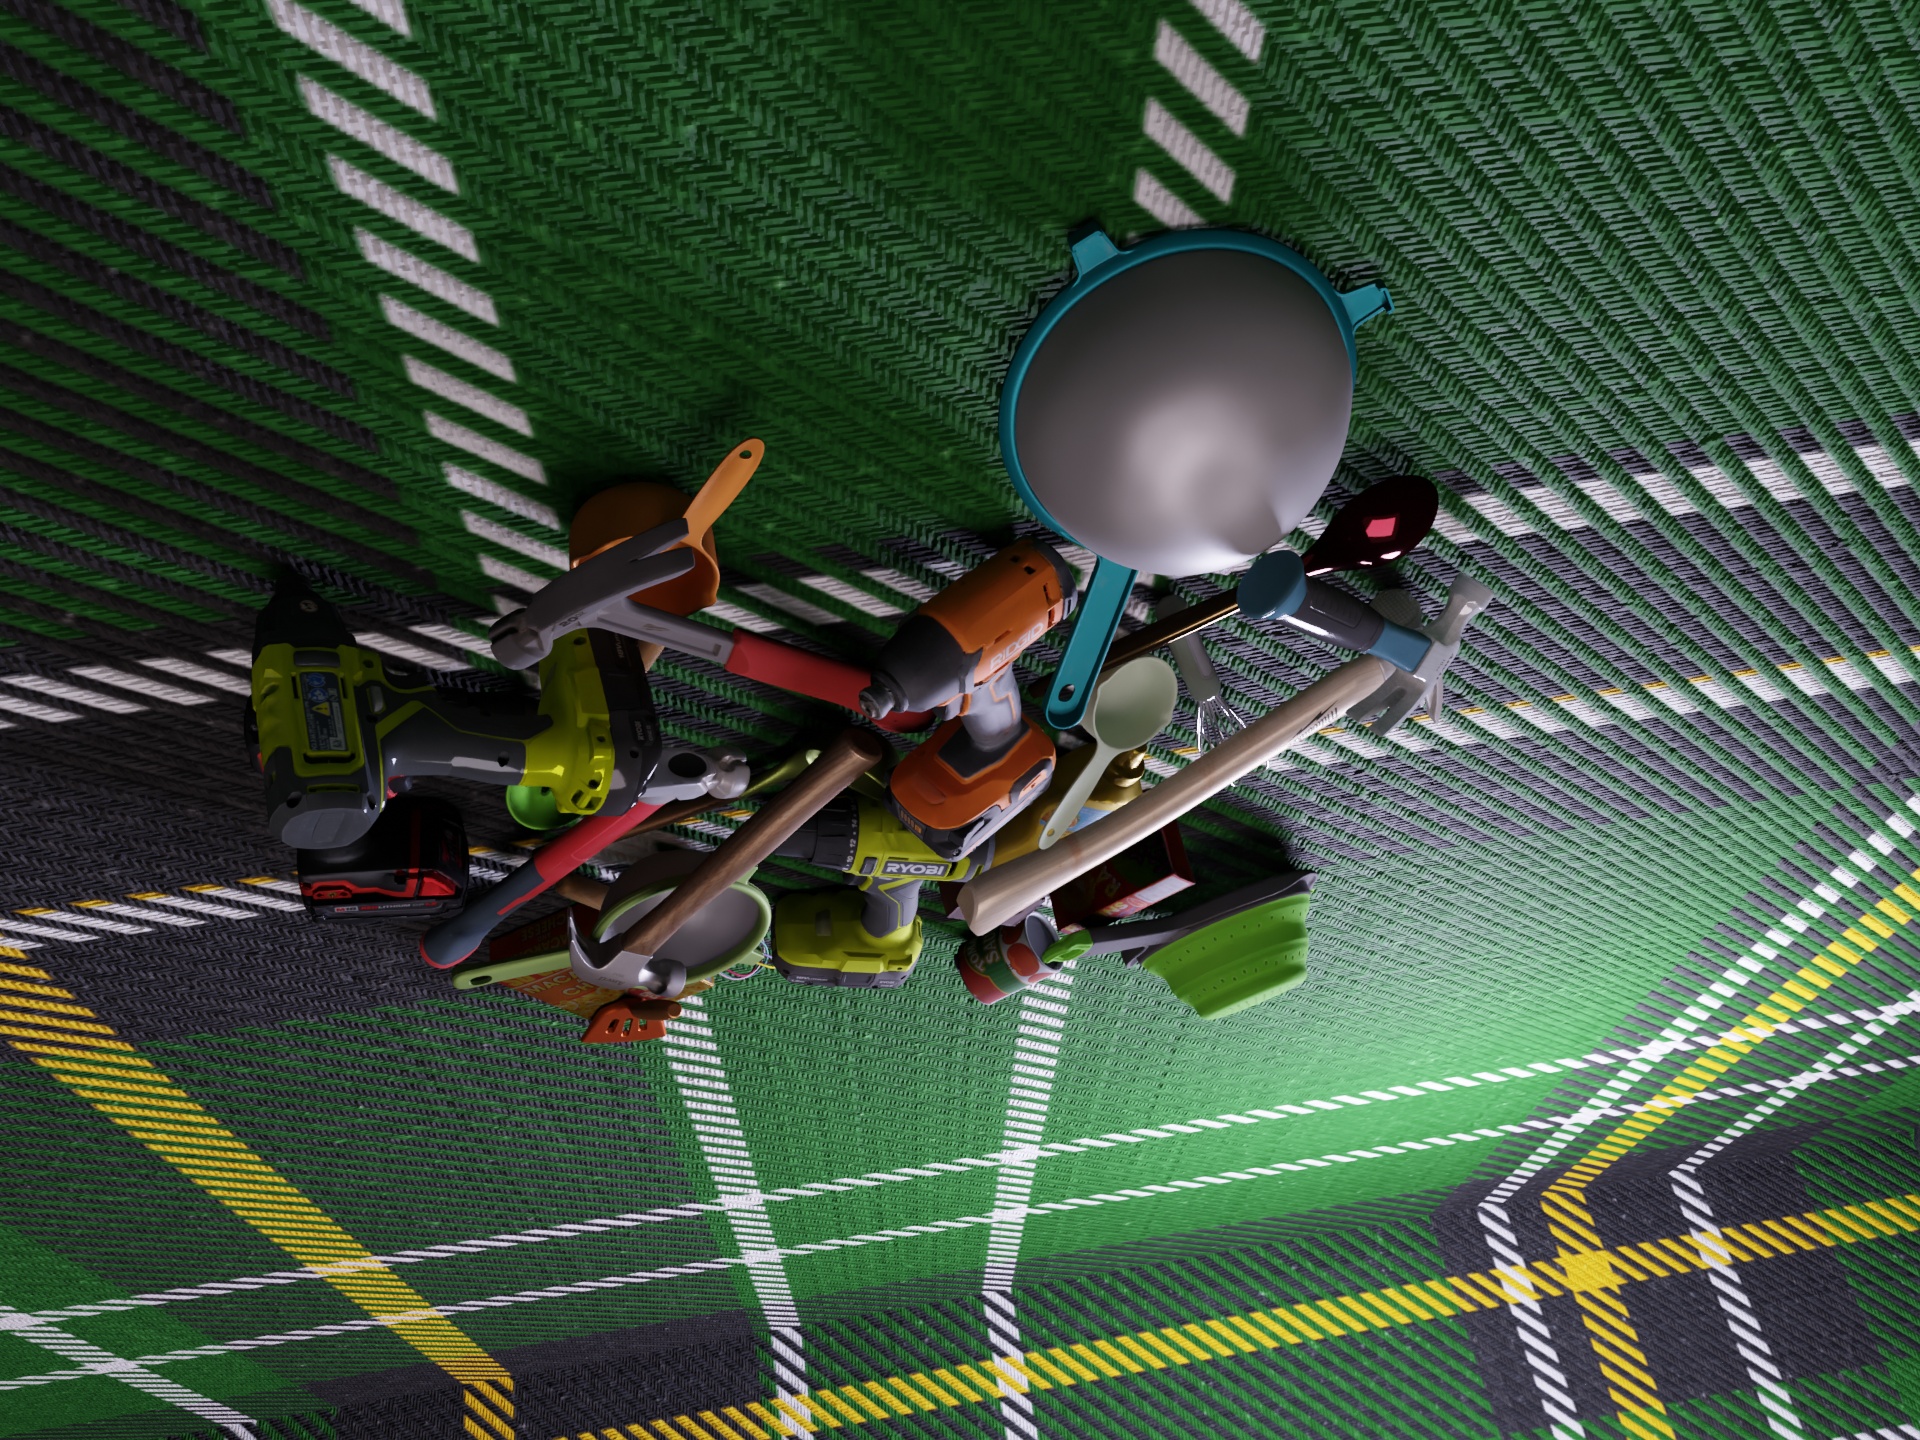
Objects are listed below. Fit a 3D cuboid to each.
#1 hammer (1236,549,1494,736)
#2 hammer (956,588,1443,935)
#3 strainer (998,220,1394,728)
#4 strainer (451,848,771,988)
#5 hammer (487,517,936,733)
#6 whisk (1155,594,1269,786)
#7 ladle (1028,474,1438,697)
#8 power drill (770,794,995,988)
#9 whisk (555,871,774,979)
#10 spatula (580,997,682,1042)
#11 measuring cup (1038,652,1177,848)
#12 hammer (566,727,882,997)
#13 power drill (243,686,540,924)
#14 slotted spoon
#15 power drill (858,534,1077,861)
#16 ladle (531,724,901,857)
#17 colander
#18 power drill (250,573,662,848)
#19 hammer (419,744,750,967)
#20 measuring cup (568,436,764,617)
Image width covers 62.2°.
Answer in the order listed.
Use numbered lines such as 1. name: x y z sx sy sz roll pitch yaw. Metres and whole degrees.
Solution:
1. hammer: 0.260 -0.061 1.031 0.330 0.033 0.128 10 113 -57
2. hammer: 0.184 0.053 1.226 0.410 0.038 0.146 -31 139 4
3. strainer: 0.115 -0.107 0.920 0.211 0.095 0.340 5 128 -18
4. strainer: -0.287 0.163 1.301 0.256 0.069 0.151 -11 141 -13
5. hammer: -0.115 -0.042 1.013 0.149 0.037 0.358 -23 159 27
6. whisk: 0.189 -0.020 1.213 0.059 0.058 0.246 8 153 28
7. ladle: 0.178 -0.080 1.086 0.315 0.031 0.069 -25 137 27
8. power drill: -0.091 0.140 1.347 0.190 0.080 0.228 5 143 -16
9. whisk: -0.254 0.179 1.392 0.051 0.047 0.244 -40 135 20
10. spatula: -0.272 0.260 1.375 0.081 0.041 0.322 0 170 -19
11. measuring cup: 0.096 0.019 1.182 0.083 0.038 0.167 23 103 -40
12. hammer: -0.179 0.109 1.191 0.130 0.031 0.331 21 129 -41
13. power drill: -0.386 0.051 1.114 0.188 0.080 0.226 -2 144 -15
14. slotted spoon: -0.238 -0.017 1.096 0.070 0.031 0.313 11 140 -33
15. power drill: -0.002 -0.003 1.076 0.164 0.084 0.226 -37 152 -26
16. ladle: -0.193 0.072 1.225 0.320 0.062 0.078 -18 145 15
17. colander: 0.213 0.224 1.458 0.204 0.095 0.397 -34 159 34
18. power drill: -0.308 -0.012 0.965 0.223 0.171 0.080 1 147 -35
19. hammer: -0.324 0.111 1.198 0.143 0.038 0.386 -3 157 -47
20. measuring cup: -0.165 -0.124 0.927 0.095 0.052 0.173 15 138 -36
